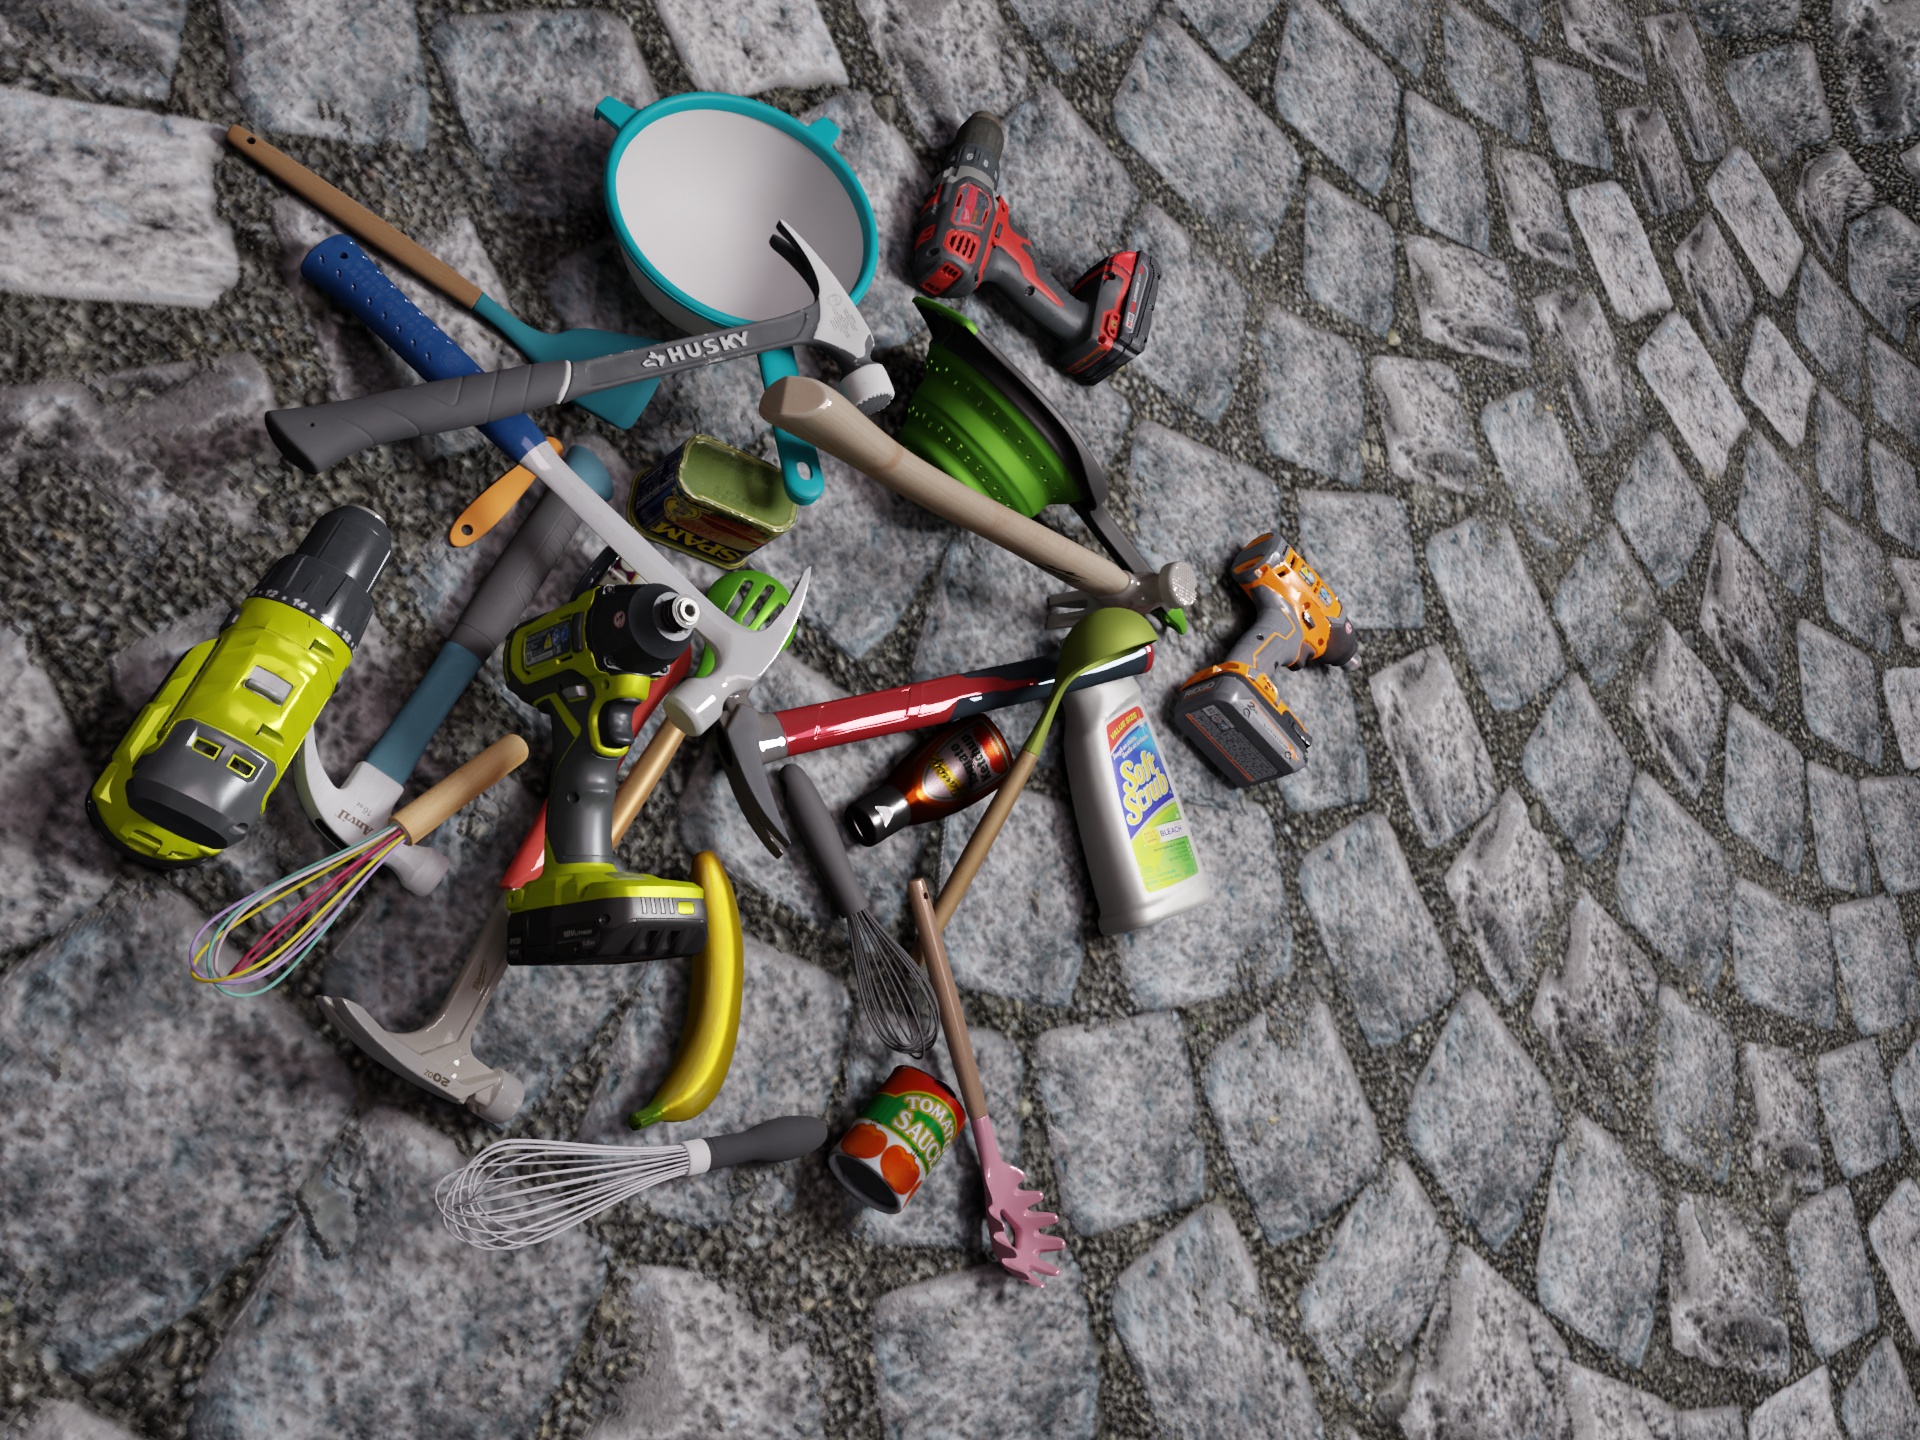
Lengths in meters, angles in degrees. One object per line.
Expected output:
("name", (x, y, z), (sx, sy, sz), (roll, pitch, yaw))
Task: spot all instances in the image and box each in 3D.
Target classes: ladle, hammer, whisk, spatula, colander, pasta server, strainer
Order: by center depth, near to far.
("whisk", (-0.351, 0.081, 0.955), (0.245, 0.047, 0.051), (-43, 104, -40))
("whisk", (-0.203, 0.292, 1.038), (0.284, 0.070, 0.070), (1, 77, -41))
("hammer", (-0.272, 0.070, 1.044), (0.149, 0.037, 0.359), (50, 49, -39))
("hammer", (-0.247, -0.235, 1.058), (0.409, 0.036, 0.149), (-20, 81, -27))
("hammer", (-0.323, -0.054, 1.062), (0.128, 0.033, 0.331), (39, 58, -23))
("hammer", (-0.274, -0.174, 1.067), (0.405, 0.035, 0.144), (44, 60, -1))
("spatula", (-0.355, -0.313, 1.105), (0.317, 0.044, 0.082), (33, 63, -24))
("whisk", (-0.078, 0.140, 1.176), (0.055, 0.055, 0.239), (-24, 87, -38))
("pasta server", (0.013, 0.271, 1.195), (0.060, 0.040, 0.316), (-18, 93, -54))
("strainer", (-0.161, -0.303, 1.195), (0.211, 0.095, 0.340), (-6, 73, -28))
("hammer", (0.005, -0.155, 1.204), (0.410, 0.146, 0.038), (23, 67, -44))
("ladle", (0.051, 0.054, 1.217), (0.062, 0.078, 0.320), (29, 89, 4))
("hammer", (-0.002, -0.004, 1.230), (0.386, 0.038, 0.143), (-13, 71, -31))
("colander", (0.064, -0.176, 1.338), (0.094, 0.205, 0.396), (-45, 126, -1))

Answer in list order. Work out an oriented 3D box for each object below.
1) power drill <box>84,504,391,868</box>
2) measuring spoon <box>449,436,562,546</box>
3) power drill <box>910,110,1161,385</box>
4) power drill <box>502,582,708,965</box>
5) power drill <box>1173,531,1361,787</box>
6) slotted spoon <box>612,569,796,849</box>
("power drill", (-0.393, -0.012, 0.873), (0.080, 0.228, 0.191), (34, 60, -24))
("measuring spoon", (-0.316, -0.161, 1.110), (0.021, 0.011, 0.117), (46, 55, -17))
("power drill", (0.068, -0.425, 1.427), (0.226, 0.080, 0.188), (25, 63, -25))
("power drill", (-0.212, 0.032, 0.960), (0.080, 0.171, 0.223), (8, 75, -44))
("power drill", (0.299, -0.048, 1.485), (0.164, 0.084, 0.227), (43, 52, -19))
("slotted spoon", (-0.197, 0.010, 1.091), (0.070, 0.031, 0.314), (34, 59, -10))
